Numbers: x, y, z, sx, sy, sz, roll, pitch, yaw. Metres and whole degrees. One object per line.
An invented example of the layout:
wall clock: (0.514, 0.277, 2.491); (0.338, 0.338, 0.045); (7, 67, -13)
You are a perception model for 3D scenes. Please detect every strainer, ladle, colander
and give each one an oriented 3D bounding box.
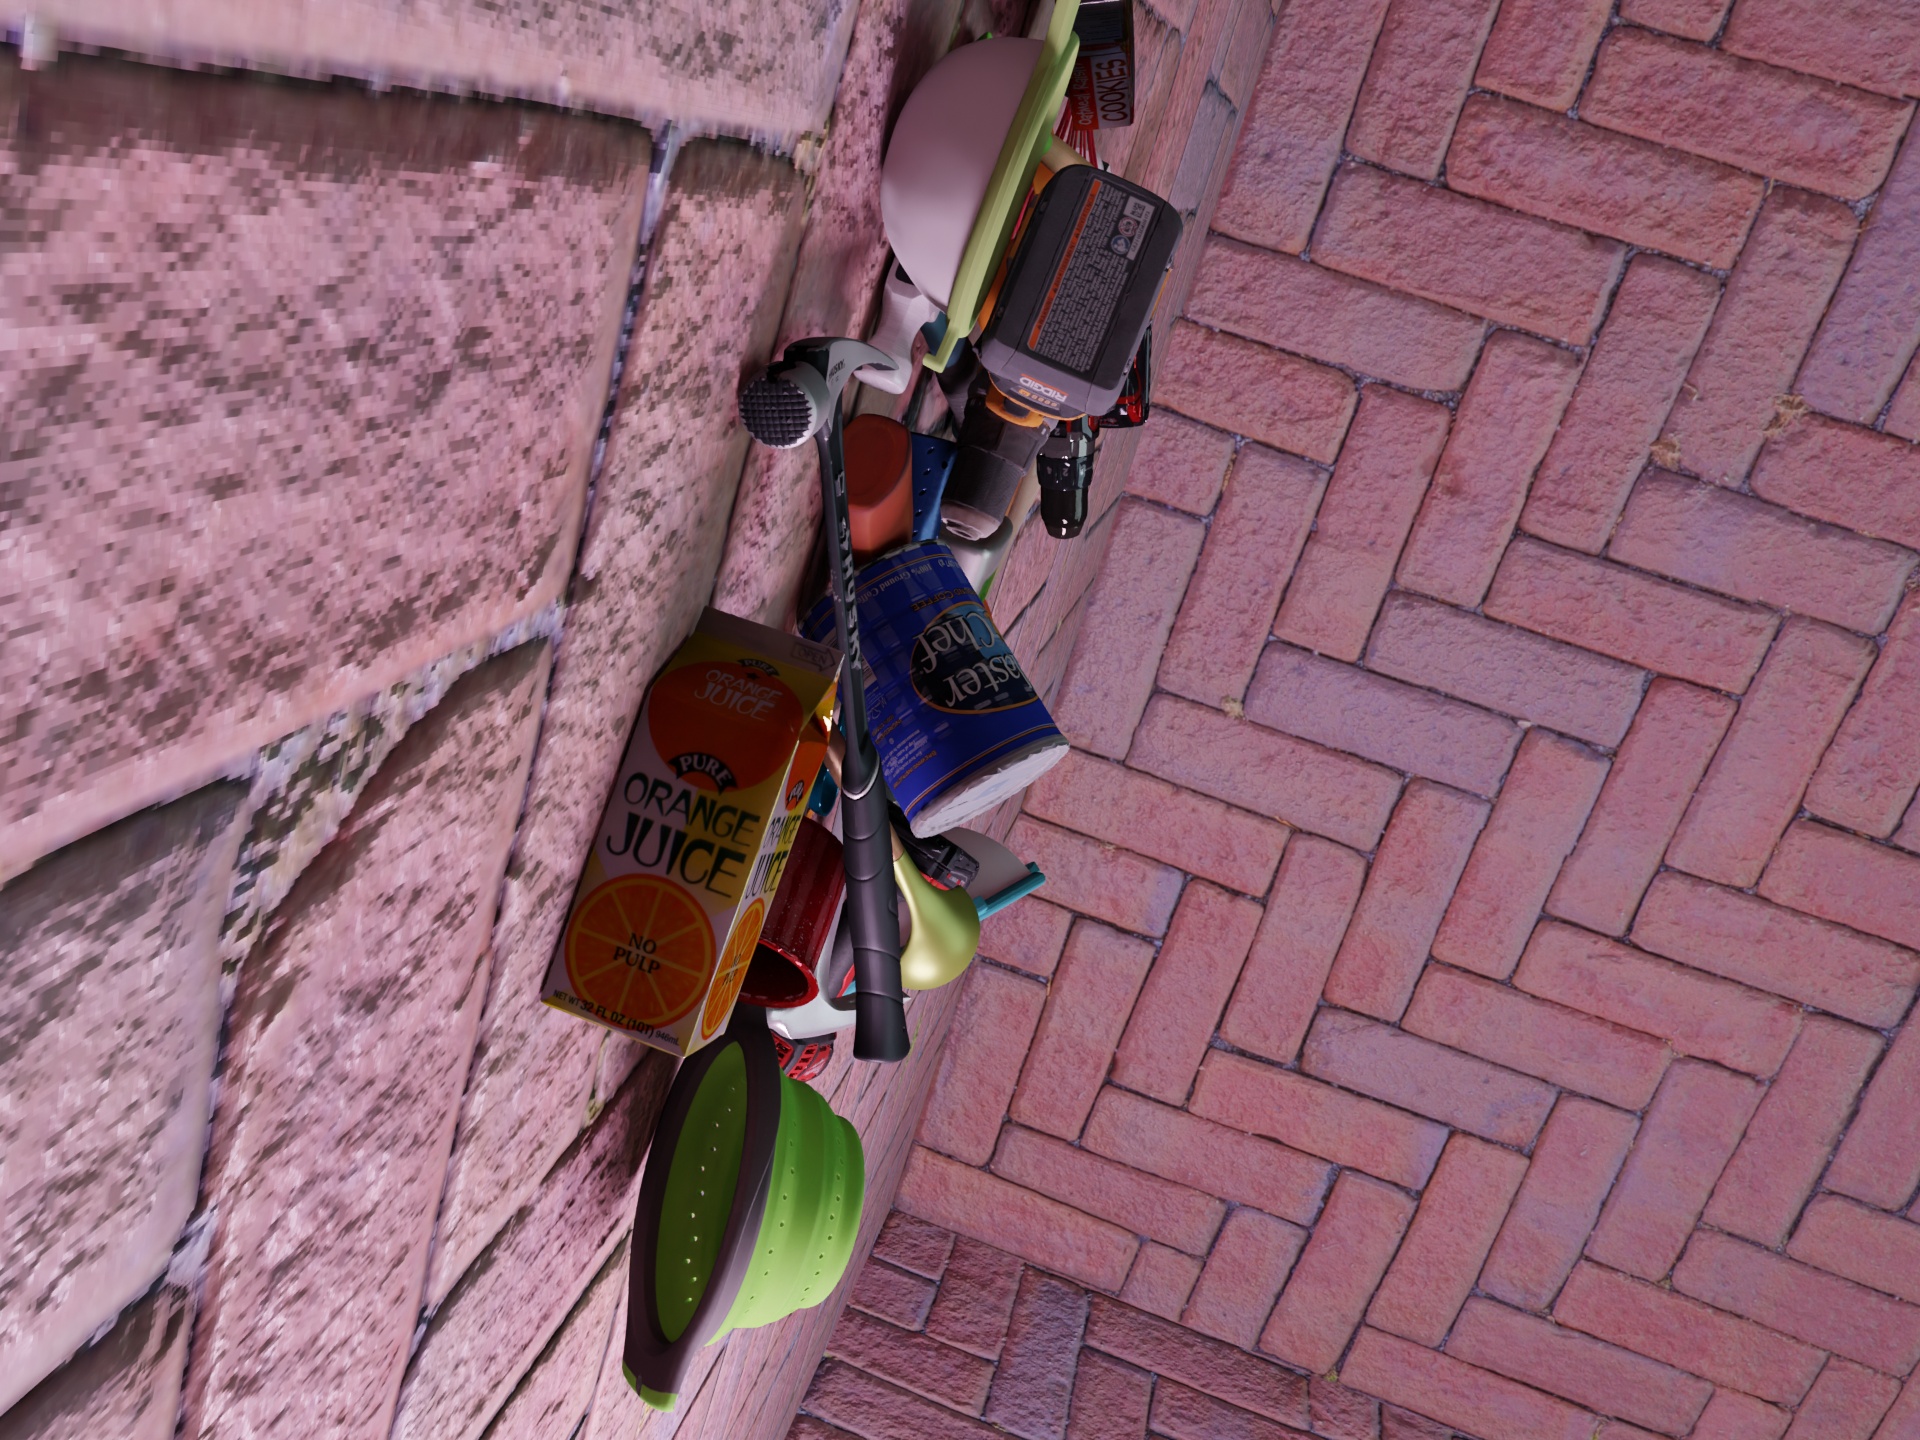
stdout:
strainer: (-0.015, 0.140, 1.409); (0.211, 0.095, 0.340); (-32, 175, 24)
strainer: (0.012, -0.298, 0.726); (0.256, 0.069, 0.152); (112, -2, -49)
ladle: (-0.059, 0.060, 0.964); (0.078, 0.062, 0.319); (-49, 137, -24)
colander: (-0.102, 0.203, 0.952); (0.204, 0.094, 0.397); (-21, -126, 64)

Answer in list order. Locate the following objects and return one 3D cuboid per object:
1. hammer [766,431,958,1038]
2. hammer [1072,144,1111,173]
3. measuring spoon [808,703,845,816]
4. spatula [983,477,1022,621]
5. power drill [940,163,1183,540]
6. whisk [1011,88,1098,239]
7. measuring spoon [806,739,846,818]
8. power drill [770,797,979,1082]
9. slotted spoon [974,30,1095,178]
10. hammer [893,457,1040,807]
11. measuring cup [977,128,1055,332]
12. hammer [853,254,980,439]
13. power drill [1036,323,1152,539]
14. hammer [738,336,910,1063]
hammer: (-0.058, 0.015, 1.048); (0.144, 0.035, 0.405); (8, 99, -40)
hammer: (0.057, -0.291, 1.310); (0.146, 0.035, 0.335); (-25, 134, -79)
measuring spoon: (-0.088, 0.001, 1.081); (0.042, 0.021, 0.128); (35, 65, -77)
spatula: (0.042, -0.190, 1.426); (0.081, 0.041, 0.323); (45, 49, -33)
power drill: (0.043, -0.202, 0.918); (0.226, 0.084, 0.185); (-177, -71, -83)
whisk: (0.080, -0.406, 1.086); (0.073, 0.073, 0.295); (-61, 163, -53)
measuring spoon: (-0.097, 0.036, 1.123); (0.021, 0.011, 0.117); (103, 6, -46)
power drill: (-0.082, 0.173, 1.186); (0.220, 0.078, 0.143); (-56, 165, -5)
slotted spoon: (0.056, -0.341, 0.963); (0.313, 0.031, 0.070); (-13, 102, -68)
hammer: (0.000, -0.085, 1.431); (0.146, 0.038, 0.411); (90, 20, -66)
measuring cup: (0.048, -0.325, 1.067); (0.052, 0.095, 0.173); (23, -56, 58)
hammer: (-0.006, -0.230, 0.997); (0.331, 0.033, 0.128); (29, 81, -83)
power drill: (0.117, -0.286, 1.487); (0.227, 0.080, 0.187); (-54, 146, -60)
hammer: (-0.053, 0.006, 0.819); (0.149, 0.036, 0.408); (-63, 153, -61)
